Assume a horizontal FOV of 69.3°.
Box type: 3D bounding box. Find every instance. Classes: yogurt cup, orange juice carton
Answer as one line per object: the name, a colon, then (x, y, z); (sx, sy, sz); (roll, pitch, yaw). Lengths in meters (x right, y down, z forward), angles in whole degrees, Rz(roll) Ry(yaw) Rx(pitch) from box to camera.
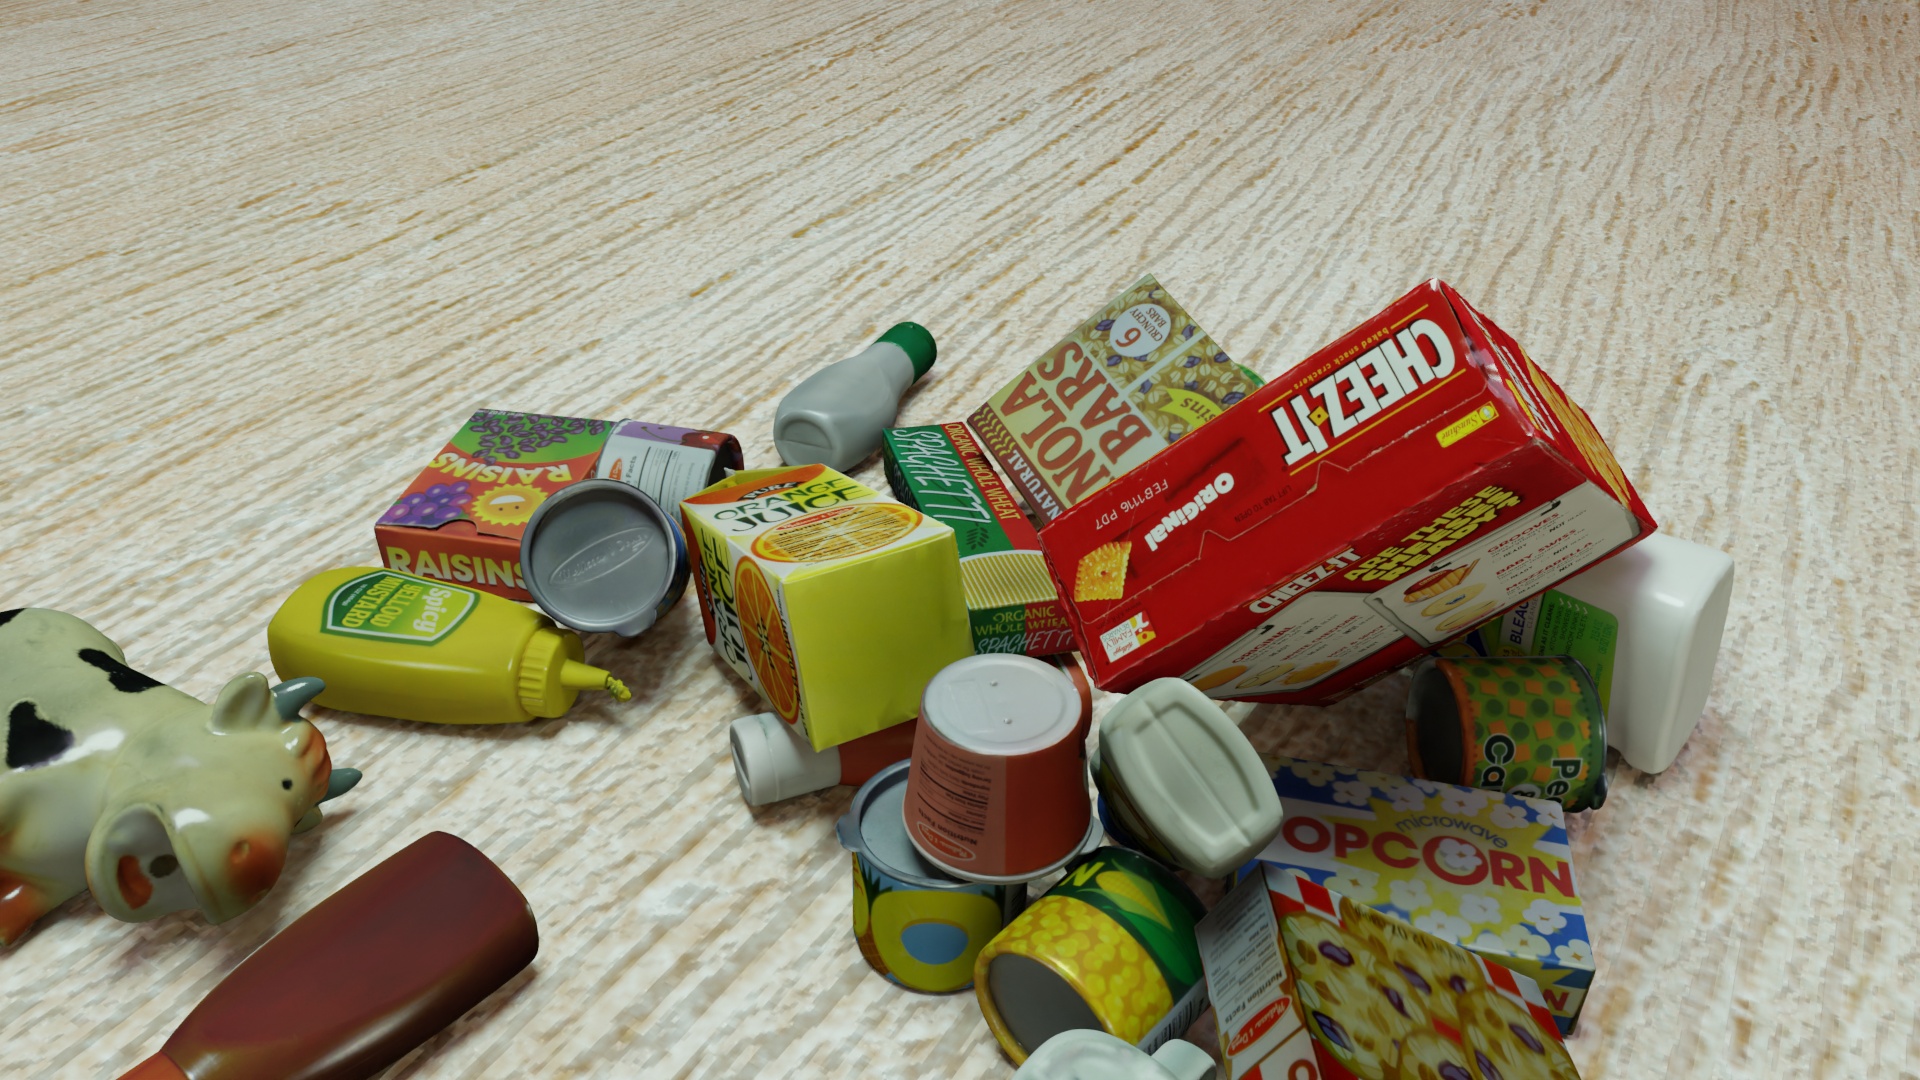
yogurt cup: (0.013, 0.076, 0.480); (0.072, 0.053, 0.073); (1, 33, 0)
orange juice carton: (-0.069, 0.017, 0.603); (0.073, 0.071, 0.193); (-16, 19, -22)

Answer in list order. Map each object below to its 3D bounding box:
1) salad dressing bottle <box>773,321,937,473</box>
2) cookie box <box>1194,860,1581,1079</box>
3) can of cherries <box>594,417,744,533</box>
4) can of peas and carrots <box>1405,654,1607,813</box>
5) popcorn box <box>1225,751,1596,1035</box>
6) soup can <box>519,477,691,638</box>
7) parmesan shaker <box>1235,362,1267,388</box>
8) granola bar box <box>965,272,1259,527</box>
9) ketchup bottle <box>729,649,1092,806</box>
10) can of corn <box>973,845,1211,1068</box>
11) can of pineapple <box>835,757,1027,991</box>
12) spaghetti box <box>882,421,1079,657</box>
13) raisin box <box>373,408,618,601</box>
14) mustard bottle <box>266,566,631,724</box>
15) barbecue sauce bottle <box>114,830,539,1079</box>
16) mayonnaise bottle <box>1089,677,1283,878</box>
salad dressing bottle: (-0.059, -0.090, 0.840); (0.064, 0.043, 0.148); (11, 34, 20)
cookie box: (0.139, 0.186, 0.397); (0.123, 0.040, 0.168); (26, 29, -19)
can of cherries: (-0.149, -0.027, 0.722); (0.058, 0.071, 0.072); (8, 34, 8)
can of peas and carrots: (0.226, 0.083, 0.579); (0.059, 0.070, 0.071); (0, 34, -3)
popcorn box: (0.165, 0.131, 0.528); (0.127, 0.038, 0.085); (8, 34, 9)
soup can: (-0.158, 0.011, 0.634); (0.071, 0.071, 0.083); (-2, -4, -6)
parmesan shaker: (0.124, -0.054, 0.773); (0.103, 0.071, 0.071); (-25, 42, -35)
granola bar box: (0.093, -0.040, 0.686); (0.124, 0.039, 0.166); (-38, 52, 6)
ketchup bottle: (-0.022, 0.077, 0.592); (0.149, 0.043, 0.065); (-13, 32, -20)
can of corn: (0.045, 0.146, 0.472); (0.071, 0.070, 0.058); (28, 42, 33)
can of pineapple: (-0.009, 0.122, 0.513); (0.071, 0.057, 0.071); (2, 33, -1)
spaghetti box: (0.002, -0.009, 0.693); (0.050, 0.028, 0.251); (-6, 23, -10)
raisin box: (-0.237, -0.022, 0.730); (0.086, 0.039, 0.124); (7, 35, 5)
mustard bottle: (-0.220, 0.050, 0.615); (0.160, 0.048, 0.066); (8, 36, 9)
barbecue sauce bottle: (-0.218, 0.159, 0.459); (0.065, 0.043, 0.149); (25, 40, 30)
mayonnaise bottle: (0.073, 0.090, 0.498); (0.041, 0.147, 0.065); (-34, 77, -8)
